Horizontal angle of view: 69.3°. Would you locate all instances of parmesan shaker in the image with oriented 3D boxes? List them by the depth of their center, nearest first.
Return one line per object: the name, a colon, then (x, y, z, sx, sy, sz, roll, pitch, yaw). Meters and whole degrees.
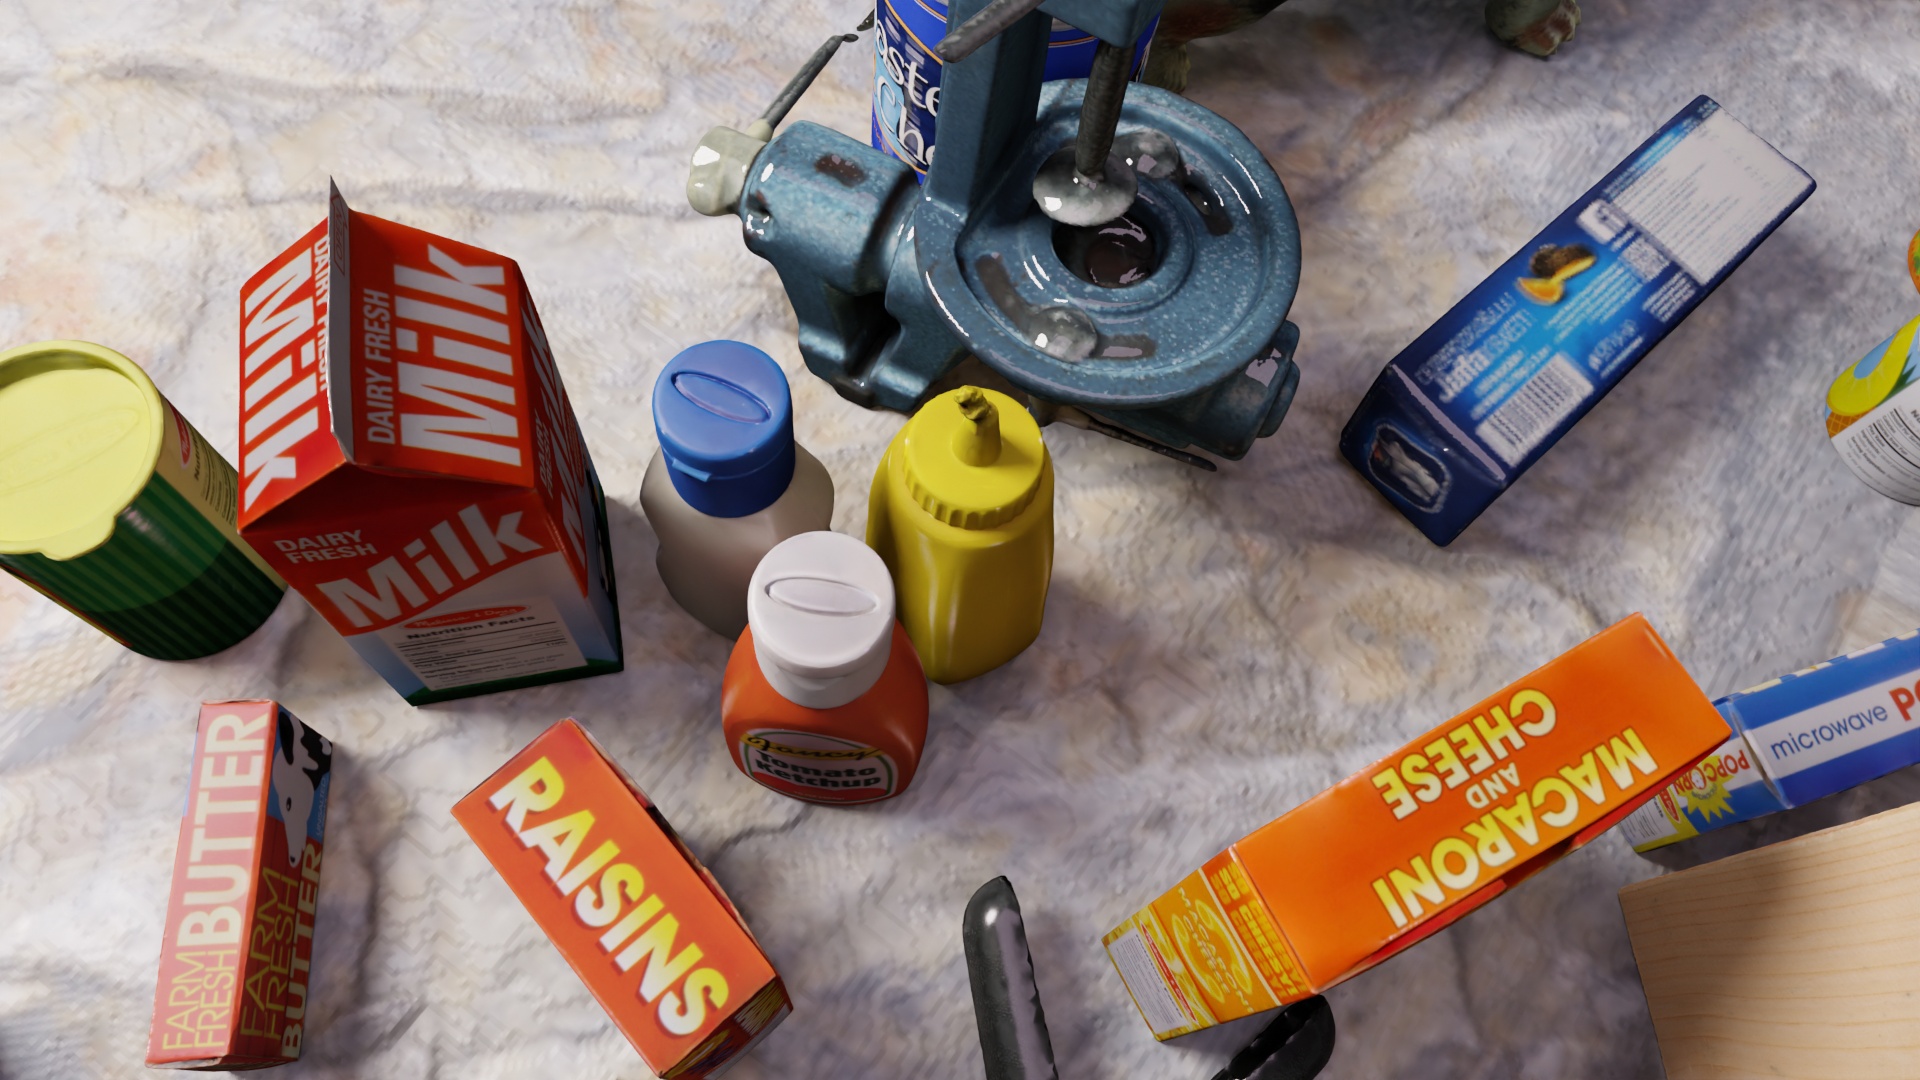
parmesan shaker: (-0.259, -0.006, 0.431, 0.071, 0.102, 0.071, 2, 67, -4)

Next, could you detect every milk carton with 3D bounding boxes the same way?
milk carton: (-0.149, -0.018, 0.398, 0.073, 0.189, 0.072, -9, 68, -8)

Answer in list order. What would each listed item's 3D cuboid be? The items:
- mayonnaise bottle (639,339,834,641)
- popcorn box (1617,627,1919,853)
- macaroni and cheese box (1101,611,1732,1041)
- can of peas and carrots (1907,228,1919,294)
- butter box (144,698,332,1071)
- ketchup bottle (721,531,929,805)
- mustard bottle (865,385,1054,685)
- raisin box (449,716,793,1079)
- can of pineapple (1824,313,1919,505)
mayonnaise bottle: (-0.066, -0.009, 0.425, 0.065, 0.147, 0.041, 24, 67, 5)
popcorn box: (0.289, 0.061, 0.459, 0.127, 0.085, 0.038, -16, 70, -11)
macaroni and cheese box: (0.114, 0.089, 0.389, 0.124, 0.165, 0.040, -26, 72, -14)
can of peas and carrots: (0.435, -0.120, 0.564, 0.071, 0.058, 0.071, 2, 67, -4)
butter box: (-0.213, 0.103, 0.415, 0.024, 0.053, 0.104, -2, 67, -5)
ketchup bottle: (-0.040, 0.041, 0.405, 0.065, 0.148, 0.044, 8, 67, -1)
mustard bottle: (0.002, -0.005, 0.422, 0.049, 0.159, 0.065, -24, 71, -14)
raisin box: (-0.088, 0.106, 0.387, 0.040, 0.123, 0.086, -38, 75, -18)
can of pineapple: (0.381, -0.055, 0.532, 0.071, 0.057, 0.071, 2, 67, -4)
